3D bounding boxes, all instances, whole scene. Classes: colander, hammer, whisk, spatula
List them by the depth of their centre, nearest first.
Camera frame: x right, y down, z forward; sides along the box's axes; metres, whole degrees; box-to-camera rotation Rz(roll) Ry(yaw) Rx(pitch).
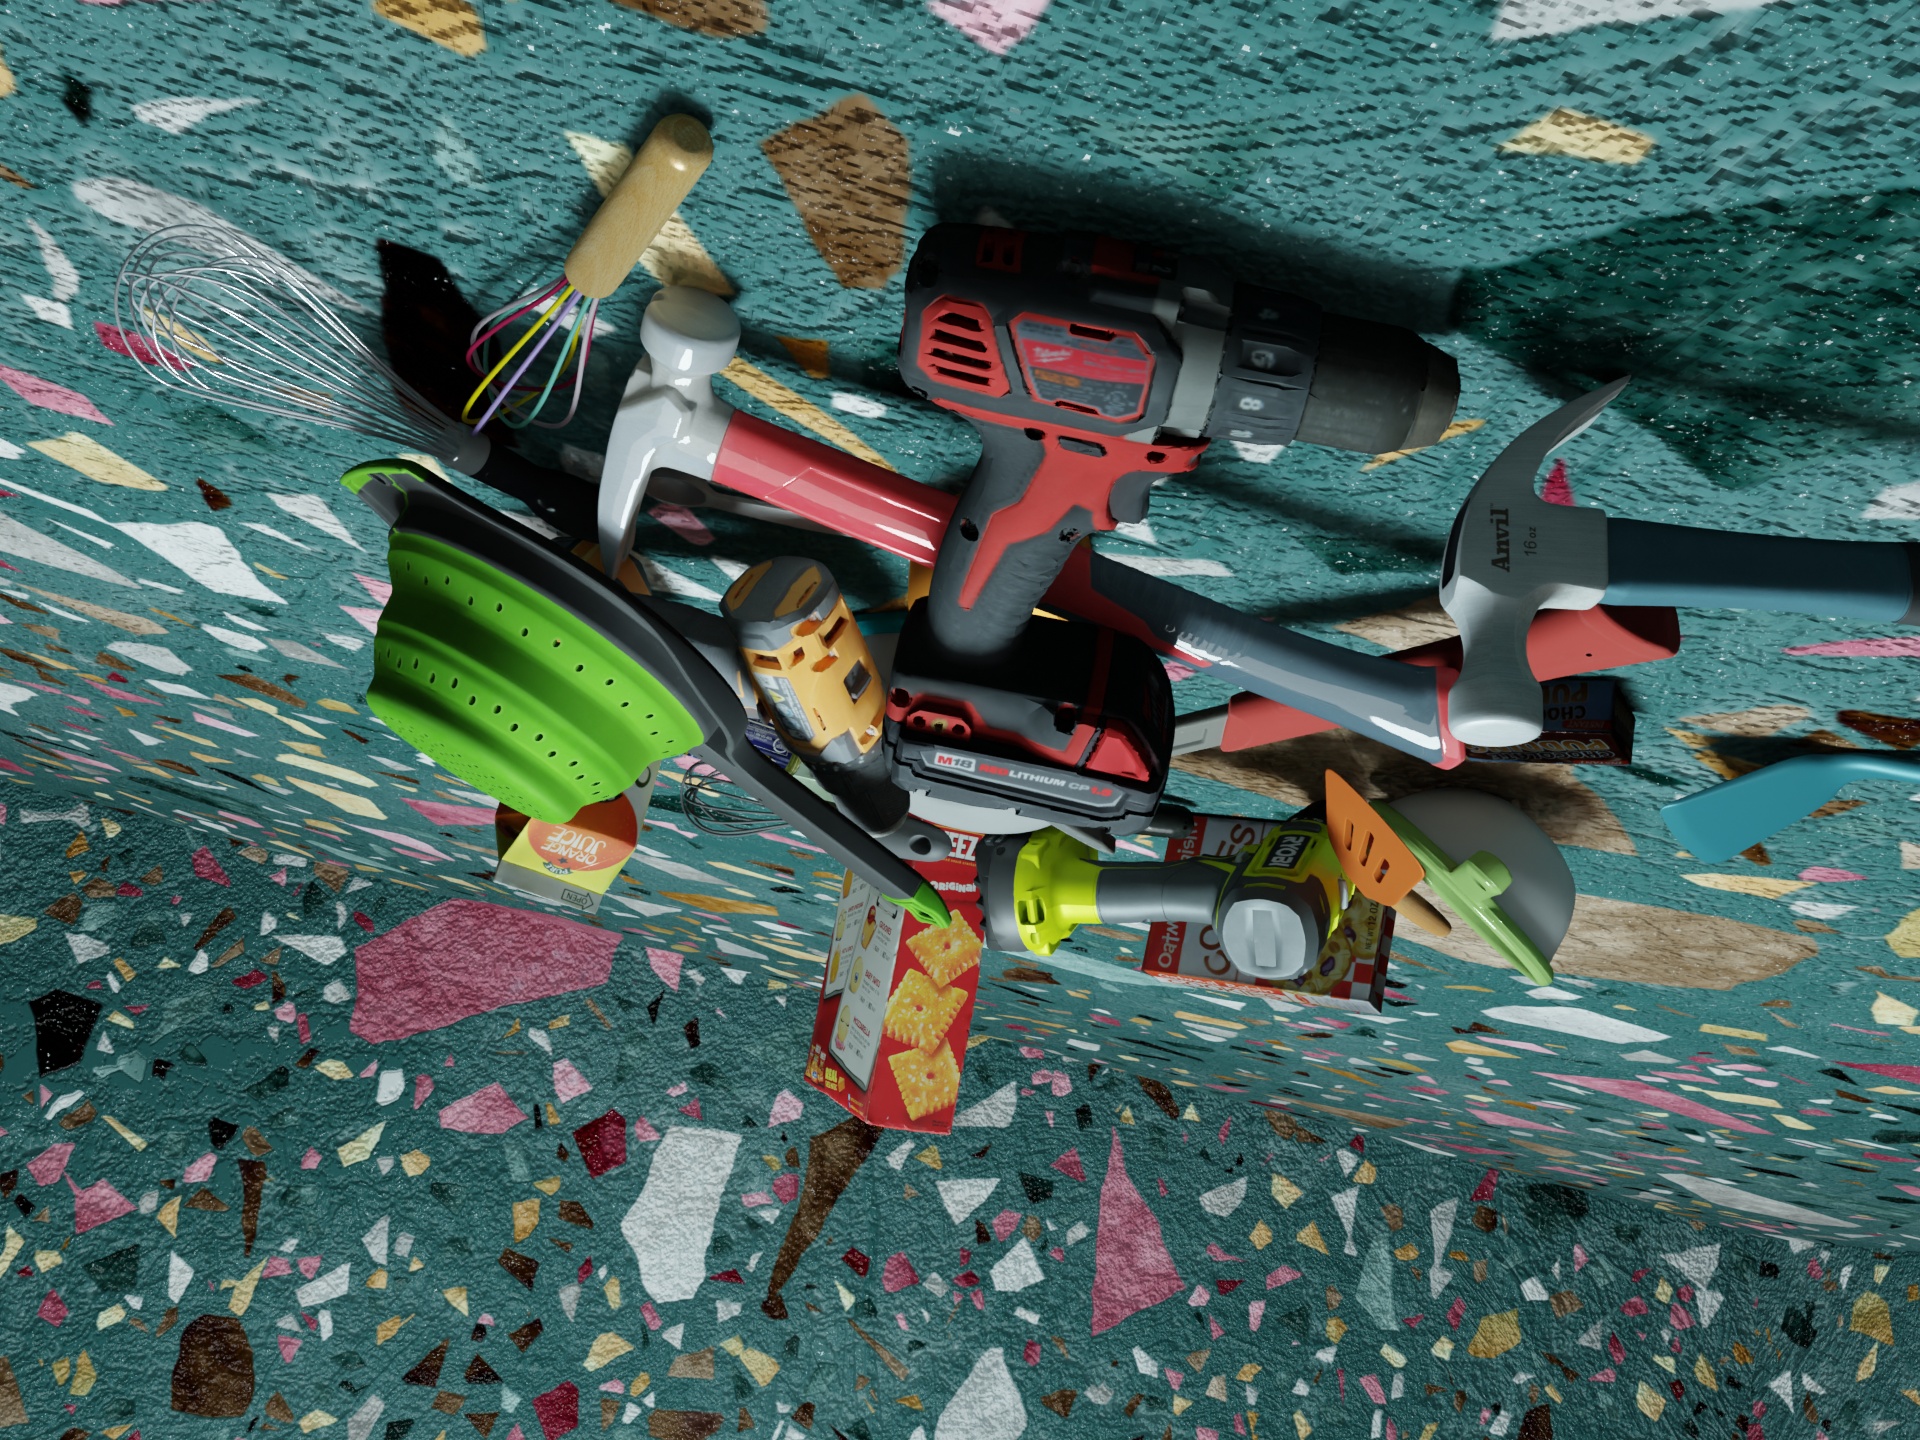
[{"bbox_3d":[0.329,-0.044,0.538,0.331,0.128,0.033,4,163,0],"label":"hammer"},{"bbox_3d":[-0.149,-0.168,0.624,0.047,0.051,0.245,-1,168,-32],"label":"whisk"},{"bbox_3d":[0.035,-0.051,0.686,0.386,0.038,0.143,21,134,-7],"label":"hammer"},{"bbox_3d":[0.504,0.036,0.746,0.317,0.044,0.082,-4,152,42],"label":"spatula"},{"bbox_3d":[-0.263,-0.142,0.757,0.070,0.070,0.284,1,164,35],"label":"whisk"},{"bbox_3d":[0.168,-0.002,0.784,0.359,0.037,0.149,-16,143,39],"label":"hammer"},{"bbox_3d":[-0.158,0.030,0.799,0.396,0.094,0.205,41,161,-30],"label":"colander"},{"bbox_3d":[0.283,0.104,1.007,0.081,0.041,0.322,52,-169,29],"label":"spatula"},{"bbox_3d":[-0.103,0.066,1.071,0.239,0.055,0.055,9,164,36],"label":"whisk"}]

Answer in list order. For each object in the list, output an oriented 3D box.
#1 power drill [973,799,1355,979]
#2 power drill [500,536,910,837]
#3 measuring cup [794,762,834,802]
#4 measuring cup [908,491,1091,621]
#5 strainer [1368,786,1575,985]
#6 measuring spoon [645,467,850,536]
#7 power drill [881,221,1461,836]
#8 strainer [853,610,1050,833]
[{"bbox_3d":[0.142,0.097,1.034,0.228,0.080,0.190,0,-162,25],"label":"power drill"},{"bbox_3d":[-0.136,-0.017,0.907,0.226,0.084,0.185,10,141,31],"label":"power drill"},{"bbox_3d":[-0.093,0.030,1.205,0.083,0.038,0.167,24,158,-31],"label":"measuring cup"},{"bbox_3d":[0.003,-0.037,0.780,0.095,0.052,0.173,15,138,-16],"label":"measuring cup"},{"bbox_3d":[0.312,0.078,0.923,0.151,0.069,0.256,47,-177,15],"label":"strainer"},{"bbox_3d":[-0.098,-0.112,0.801,0.124,0.018,0.034,11,164,-15],"label":"measuring spoon"},{"bbox_3d":[0.063,-0.065,0.589,0.188,0.080,0.226,11,131,2],"label":"power drill"},{"bbox_3d":[-0.001,-0.003,0.925,0.211,0.095,0.340,11,164,9],"label":"strainer"}]
